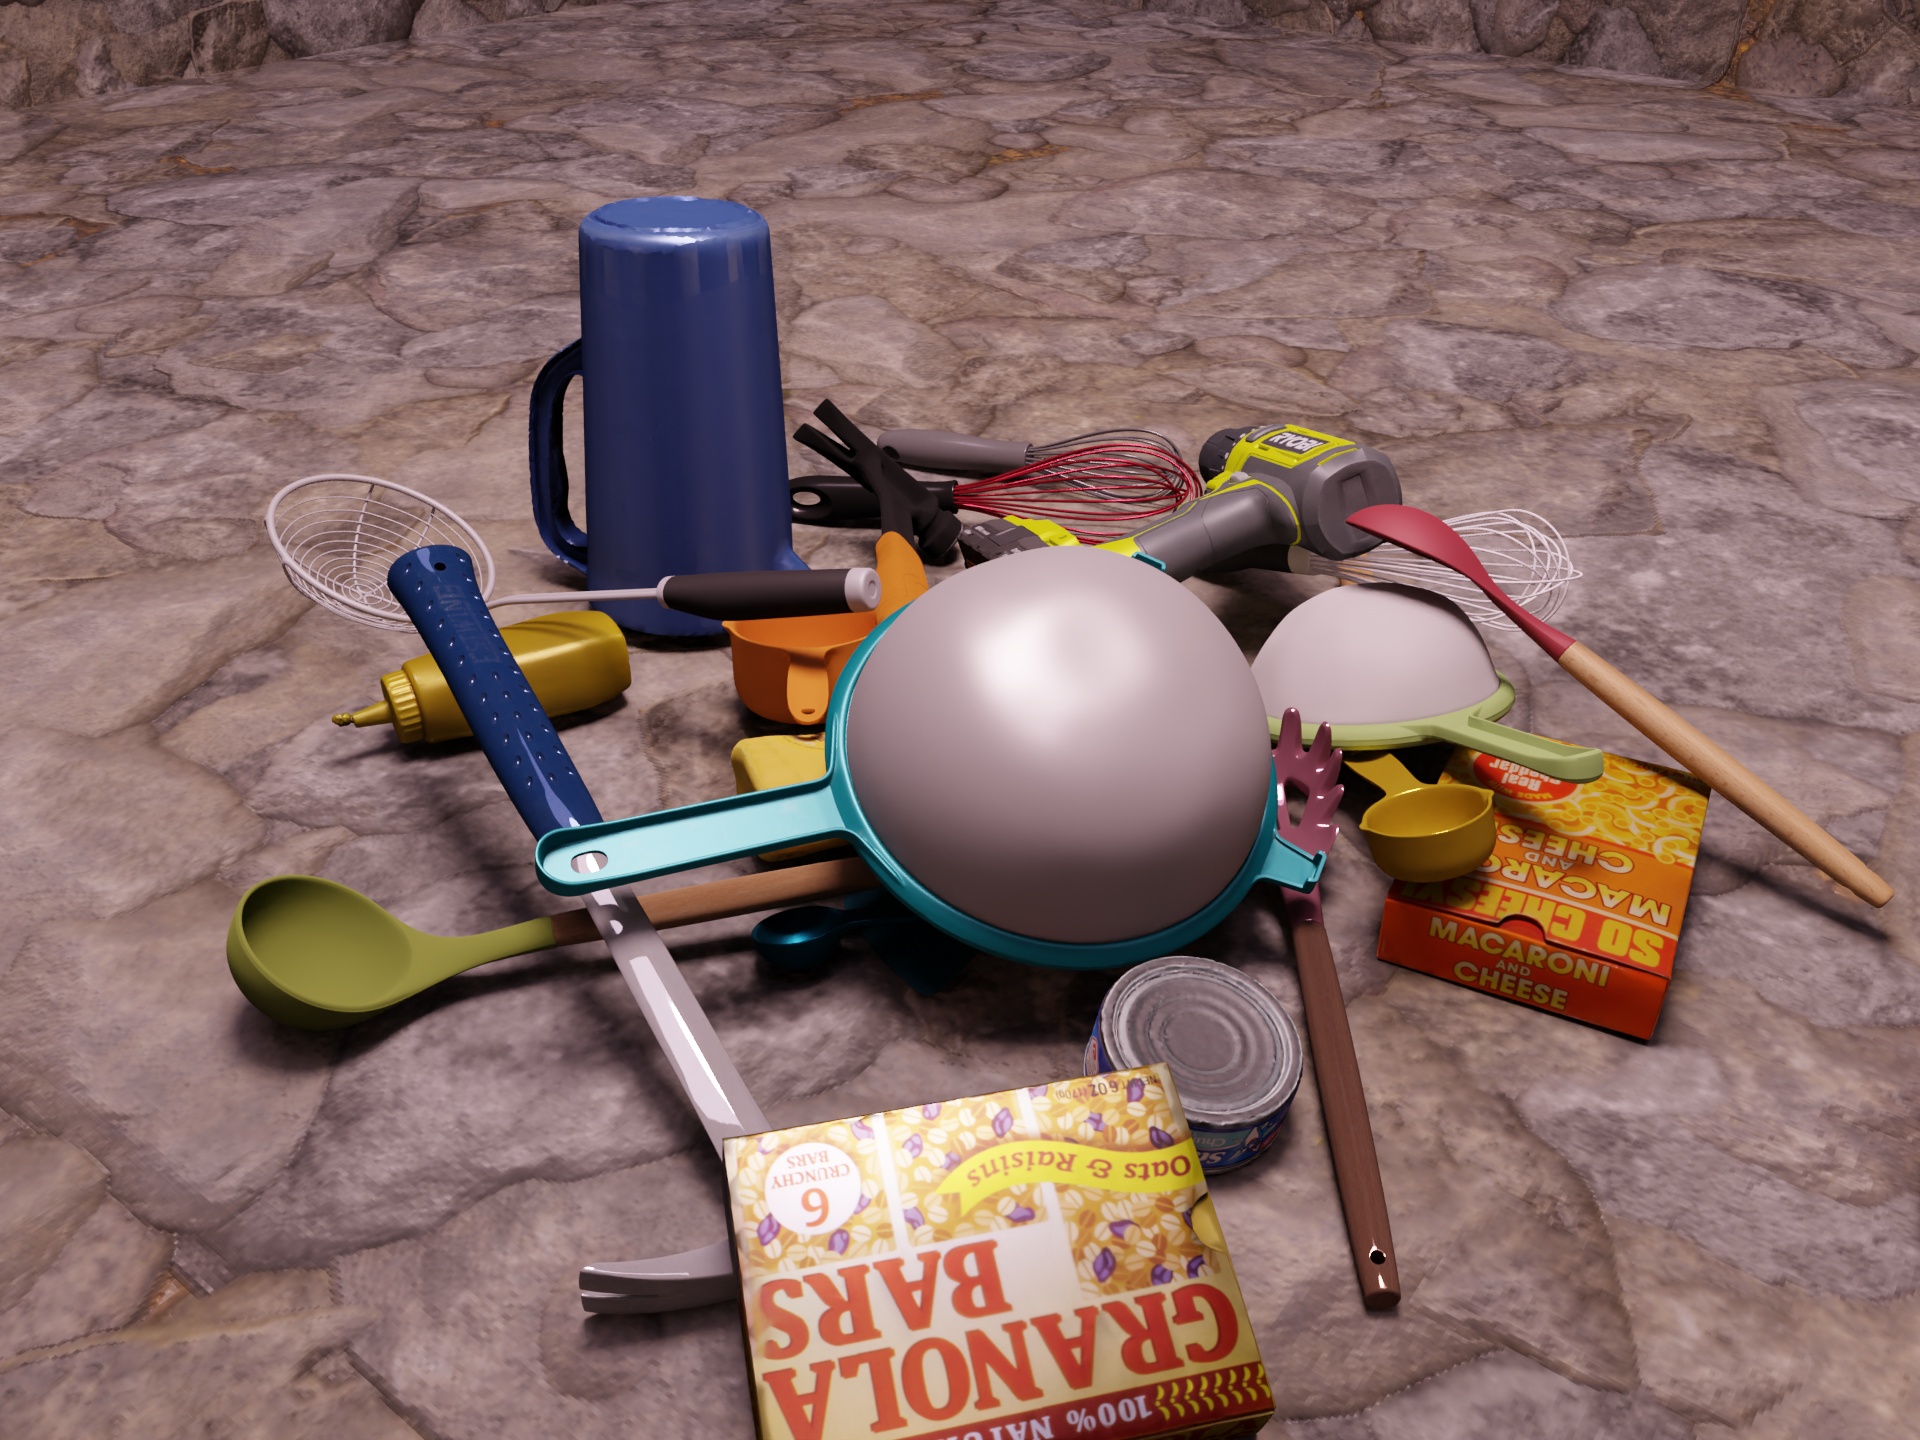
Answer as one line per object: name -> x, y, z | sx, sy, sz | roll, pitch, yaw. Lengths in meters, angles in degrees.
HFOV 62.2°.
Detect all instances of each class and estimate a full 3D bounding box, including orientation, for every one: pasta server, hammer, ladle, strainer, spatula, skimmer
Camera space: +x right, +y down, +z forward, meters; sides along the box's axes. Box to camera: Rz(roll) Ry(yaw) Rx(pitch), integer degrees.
pasta server -> 0.155, 0.106, 0.693 | 0.060, 0.040, 0.316 | -6, 37, 7
hammer -> -0.039, -0.090, 0.906 | 0.127, 0.034, 0.337 | 40, 16, -21
ladle -> 0.323, -0.017, 0.795 | 0.316, 0.031, 0.069 | 44, 18, 21
ladle -> -0.157, 0.081, 0.713 | 0.320, 0.062, 0.078 | -10, 38, -10
strainer -> 0.235, -0.027, 0.811 | 0.151, 0.069, 0.256 | -12, 15, -15
spatula -> 0.096, 0.054, 0.804 | 0.317, 0.044, 0.082 | -15, 35, -29
hammer -> -0.164, 0.064, 0.682 | 0.144, 0.035, 0.406 | -20, 54, -27
strainer -> -0.008, 0.007, 0.671 | 0.340, 0.095, 0.211 | -12, 59, -21
skimmer -> -0.213, -0.095, 0.860 | 0.363, 0.090, 0.127 | 1, 21, 25

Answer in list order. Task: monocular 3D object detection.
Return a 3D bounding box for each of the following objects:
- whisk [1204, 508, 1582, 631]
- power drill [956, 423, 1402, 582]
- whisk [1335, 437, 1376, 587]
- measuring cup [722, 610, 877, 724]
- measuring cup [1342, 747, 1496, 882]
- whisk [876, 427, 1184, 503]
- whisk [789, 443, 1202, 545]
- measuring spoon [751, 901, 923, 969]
whisk -> 0.238, -0.097, 0.961 | 0.070, 0.070, 0.285 | -27, 25, -35
power drill -> 0.121, -0.113, 0.945 | 0.228, 0.080, 0.191 | -23, 22, -8
whisk -> 0.252, -0.113, 1.047 | 0.047, 0.051, 0.245 | -15, 35, 15
measuring cup -> -0.082, -0.015, 0.858 | 0.095, 0.052, 0.174 | -2, 25, -5
measuring cup -> 0.211, 0.041, 0.766 | 0.062, 0.029, 0.156 | -16, 13, 2
whisk -> 0.047, -0.192, 1.153 | 0.239, 0.055, 0.055 | 9, 34, 21
whisk -> 0.016, -0.153, 1.085 | 0.296, 0.073, 0.073 | 1, 33, 11
measuring spoon -> -0.030, 0.096, 0.725 | 0.128, 0.021, 0.042 | -8, 16, 1
